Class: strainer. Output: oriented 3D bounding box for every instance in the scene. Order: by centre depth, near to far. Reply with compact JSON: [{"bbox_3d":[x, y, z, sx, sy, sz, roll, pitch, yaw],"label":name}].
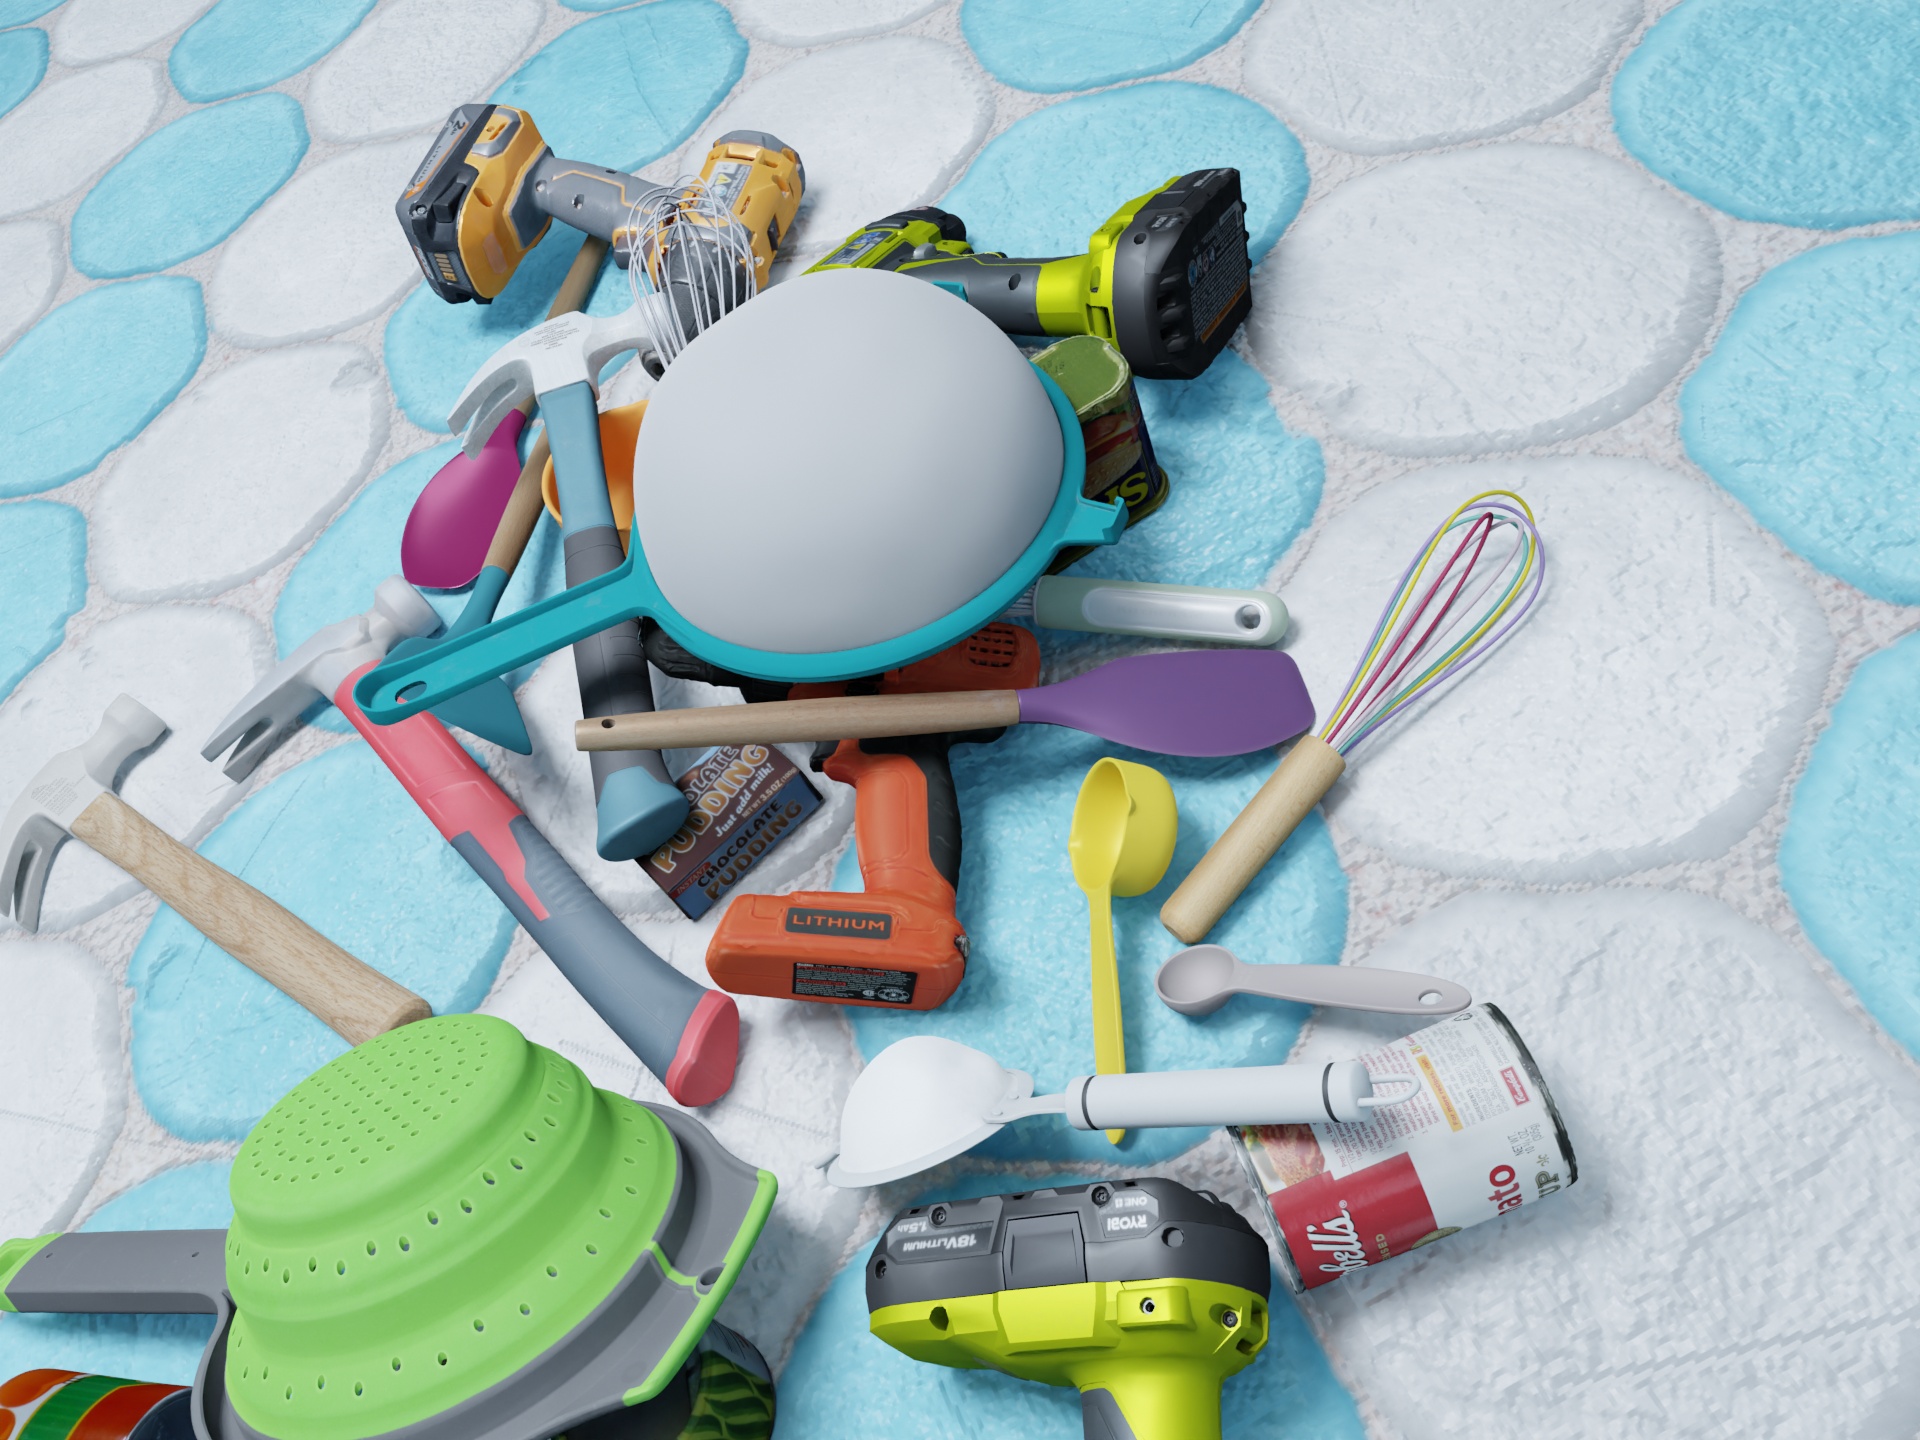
[{"bbox_3d":[0.039,0.134,0.565,0.258,0.050,0.087,-12,11,35],"label":"strainer"},{"bbox_3d":[-0.114,-0.099,0.678,0.340,0.095,0.211,-25,52,-5],"label":"strainer"}]

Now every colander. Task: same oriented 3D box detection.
[{"bbox_3d":[-0.270,0.187,0.620,0.397,0.094,0.205,-9,24,24],"label":"colander"}]

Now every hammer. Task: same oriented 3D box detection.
[{"bbox_3d":[-0.240,0.065,0.771,0.143,0.038,0.387,-44,53,-11],"label":"hammer"},{"bbox_3d":[-0.181,-0.080,0.792,0.128,0.033,0.331,-17,58,0],"label":"hammer"},{"bbox_3d":[-0.385,0.092,0.811,0.331,0.031,0.130,23,66,32],"label":"hammer"}]

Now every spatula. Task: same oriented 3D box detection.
[{"bbox_3d":[-0.001,-0.002,0.672,0.316,0.018,0.060,-3,51,-10],"label":"spatula"},{"bbox_3d":[-0.239,-0.101,0.863,0.044,0.082,0.318,-42,29,37],"label":"spatula"}]

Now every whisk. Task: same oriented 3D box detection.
[{"bbox_3d":[0.164,-0.006,0.668,0.051,0.047,0.245,34,76,34],"label":"whisk"},{"bbox_3d":[0.030,-0.057,0.750,0.246,0.059,0.058,6,98,18],"label":"whisk"},{"bbox_3d":[-0.119,-0.140,0.799,0.070,0.070,0.285,-13,81,12],"label":"whisk"}]

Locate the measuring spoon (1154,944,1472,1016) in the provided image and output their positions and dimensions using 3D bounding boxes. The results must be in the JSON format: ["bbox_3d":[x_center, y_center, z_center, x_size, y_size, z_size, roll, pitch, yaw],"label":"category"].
[{"bbox_3d":[0.132,0.105,0.603,0.124,0.018,0.034,-1,34,34],"label":"measuring spoon"}]

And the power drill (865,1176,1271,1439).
[{"bbox_3d":[0.023,0.274,0.500,0.190,0.080,0.229,-15,54,23],"label":"power drill"}]

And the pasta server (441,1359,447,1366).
[{"bbox_3d":[-0.223,0.363,0.565,0.060,0.040,0.316,-5,51,17],"label":"pasta server"}]

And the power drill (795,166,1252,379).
[{"bbox_3d":[0.033,-0.238,0.847,0.223,0.080,0.171,6,37,27],"label":"power drill"}]

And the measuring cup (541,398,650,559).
[{"bbox_3d":[-0.136,-0.117,0.857,0.173,0.052,0.095,7,61,12],"label":"measuring cup"}]

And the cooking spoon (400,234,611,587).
[{"bbox_3d":[-0.267,-0.208,0.987,0.069,0.017,0.319,6,59,14],"label":"cooking spoon"}]

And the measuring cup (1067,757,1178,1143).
[{"bbox_3d":[0.069,0.091,0.641,0.029,0.062,0.157,7,67,-19],"label":"measuring cup"}]

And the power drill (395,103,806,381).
[{"bbox_3d":[-0.226,-0.292,0.980,0.226,0.084,0.185,10,60,11],"label":"power drill"}]
